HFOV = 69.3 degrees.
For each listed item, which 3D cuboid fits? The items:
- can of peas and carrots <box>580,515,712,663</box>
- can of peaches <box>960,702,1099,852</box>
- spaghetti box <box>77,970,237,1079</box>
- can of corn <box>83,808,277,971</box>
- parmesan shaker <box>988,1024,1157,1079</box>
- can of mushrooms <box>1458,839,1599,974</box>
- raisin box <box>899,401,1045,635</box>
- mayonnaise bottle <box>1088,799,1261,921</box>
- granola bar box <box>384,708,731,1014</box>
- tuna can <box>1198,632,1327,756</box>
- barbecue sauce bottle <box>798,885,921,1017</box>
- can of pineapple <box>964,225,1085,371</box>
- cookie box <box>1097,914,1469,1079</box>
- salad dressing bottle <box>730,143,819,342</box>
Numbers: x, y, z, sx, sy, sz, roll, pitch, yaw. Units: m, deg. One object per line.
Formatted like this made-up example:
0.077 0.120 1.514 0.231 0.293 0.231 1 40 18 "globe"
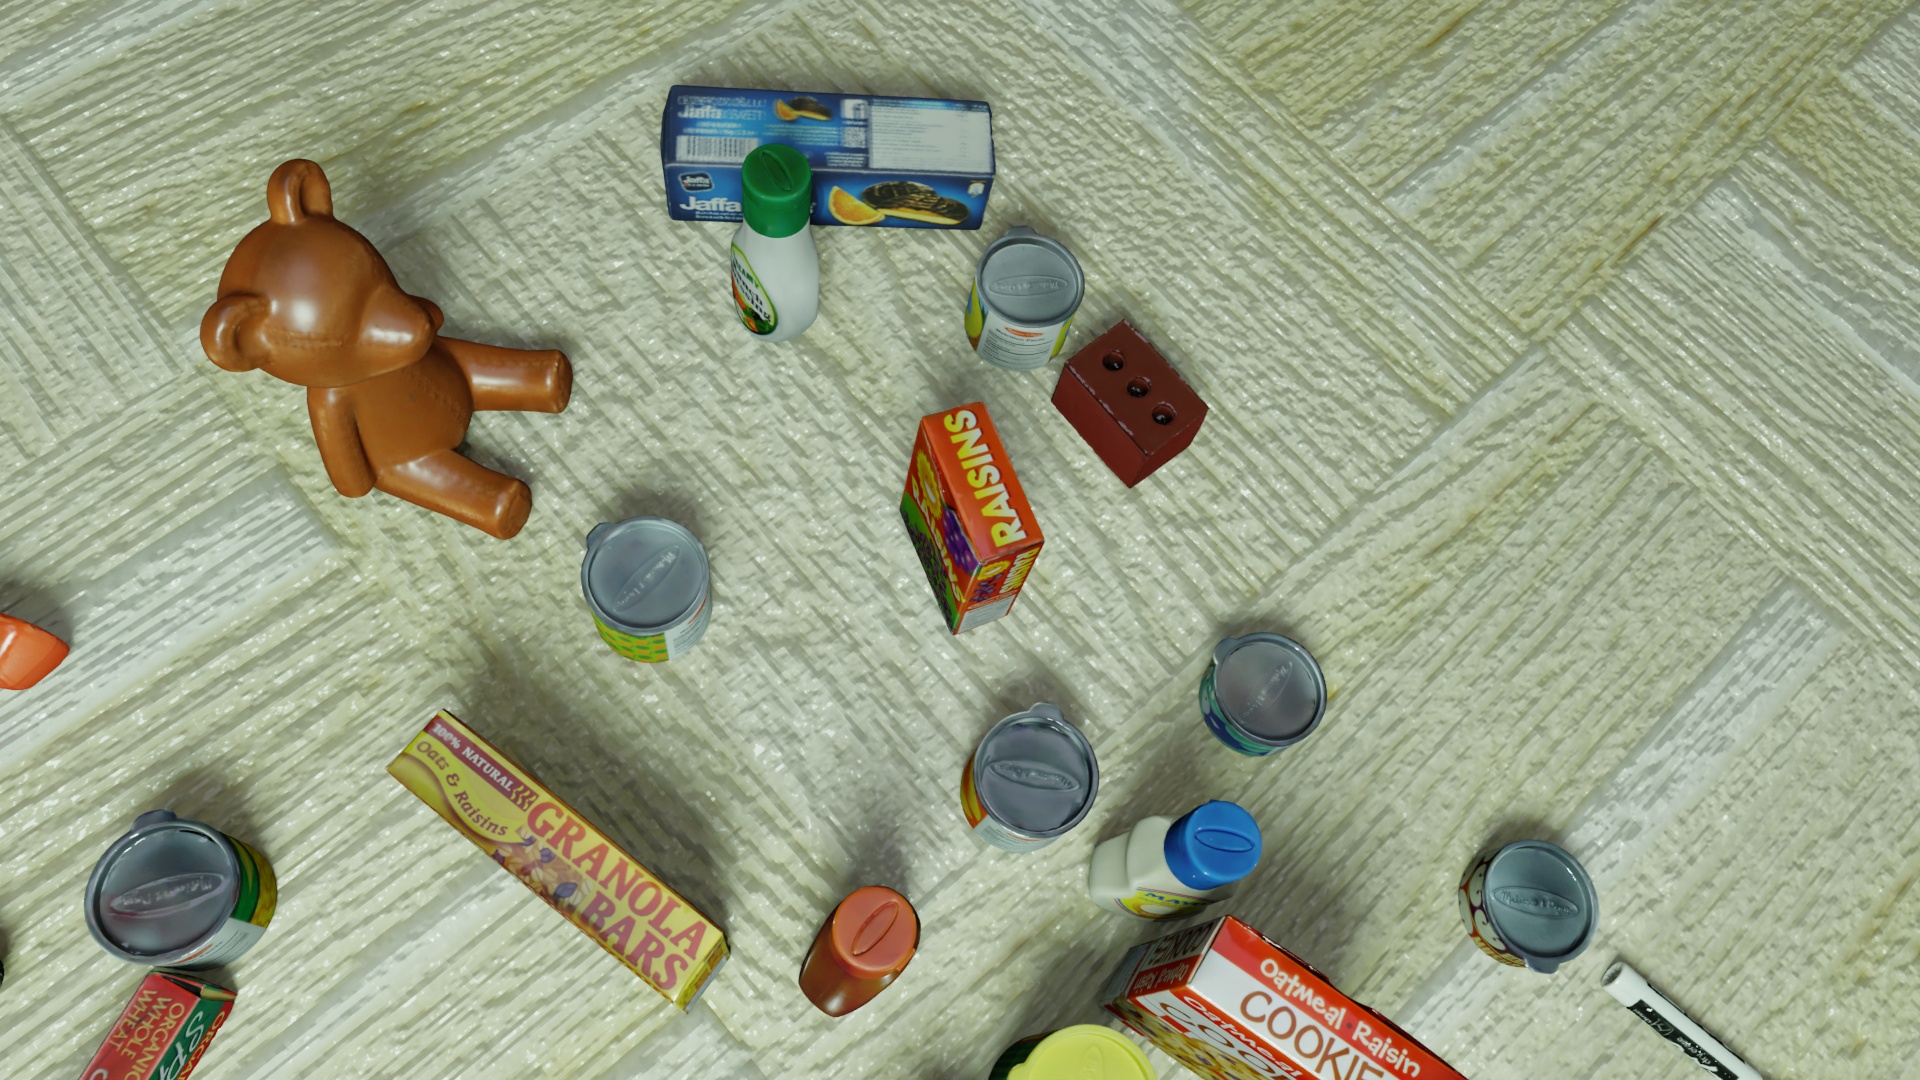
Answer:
-0.170 0.026 0.750 0.071 0.058 0.071 3 68 -7 "can of peas and carrots"
0.036 0.128 0.740 0.071 0.058 0.071 3 68 -7 "can of peaches"
-0.409 0.310 0.607 0.029 0.050 0.251 25 67 2 "spaghetti box"
-0.371 0.168 0.665 0.071 0.058 0.071 3 68 -7 "can of corn"
0.048 0.267 0.662 0.071 0.102 0.071 3 68 -7 "parmesan shaker"
0.311 0.202 0.764 0.071 0.033 0.071 3 68 -7 "can of mushrooms"
0.003 -0.009 0.755 0.040 0.123 0.086 -18 72 -14 "raisin box"
0.108 0.160 0.689 0.065 0.147 0.041 11 68 -4 "mayonnaise bottle"
-0.184 0.156 0.661 0.165 0.123 0.039 36 68 7 "granola bar box"
0.169 0.086 0.790 0.071 0.032 0.071 3 68 -7 "tuna can"
-0.045 0.191 0.654 0.044 0.148 0.065 41 69 8 "barbecue sauce bottle"
0.038 -0.146 0.850 0.071 0.057 0.071 3 68 -7 "can of pineapple"
0.144 0.234 0.655 0.123 0.166 0.040 34 68 5 "cookie box"
-0.105 -0.167 0.788 0.044 0.147 0.064 -29 76 -17 "salad dressing bottle"
